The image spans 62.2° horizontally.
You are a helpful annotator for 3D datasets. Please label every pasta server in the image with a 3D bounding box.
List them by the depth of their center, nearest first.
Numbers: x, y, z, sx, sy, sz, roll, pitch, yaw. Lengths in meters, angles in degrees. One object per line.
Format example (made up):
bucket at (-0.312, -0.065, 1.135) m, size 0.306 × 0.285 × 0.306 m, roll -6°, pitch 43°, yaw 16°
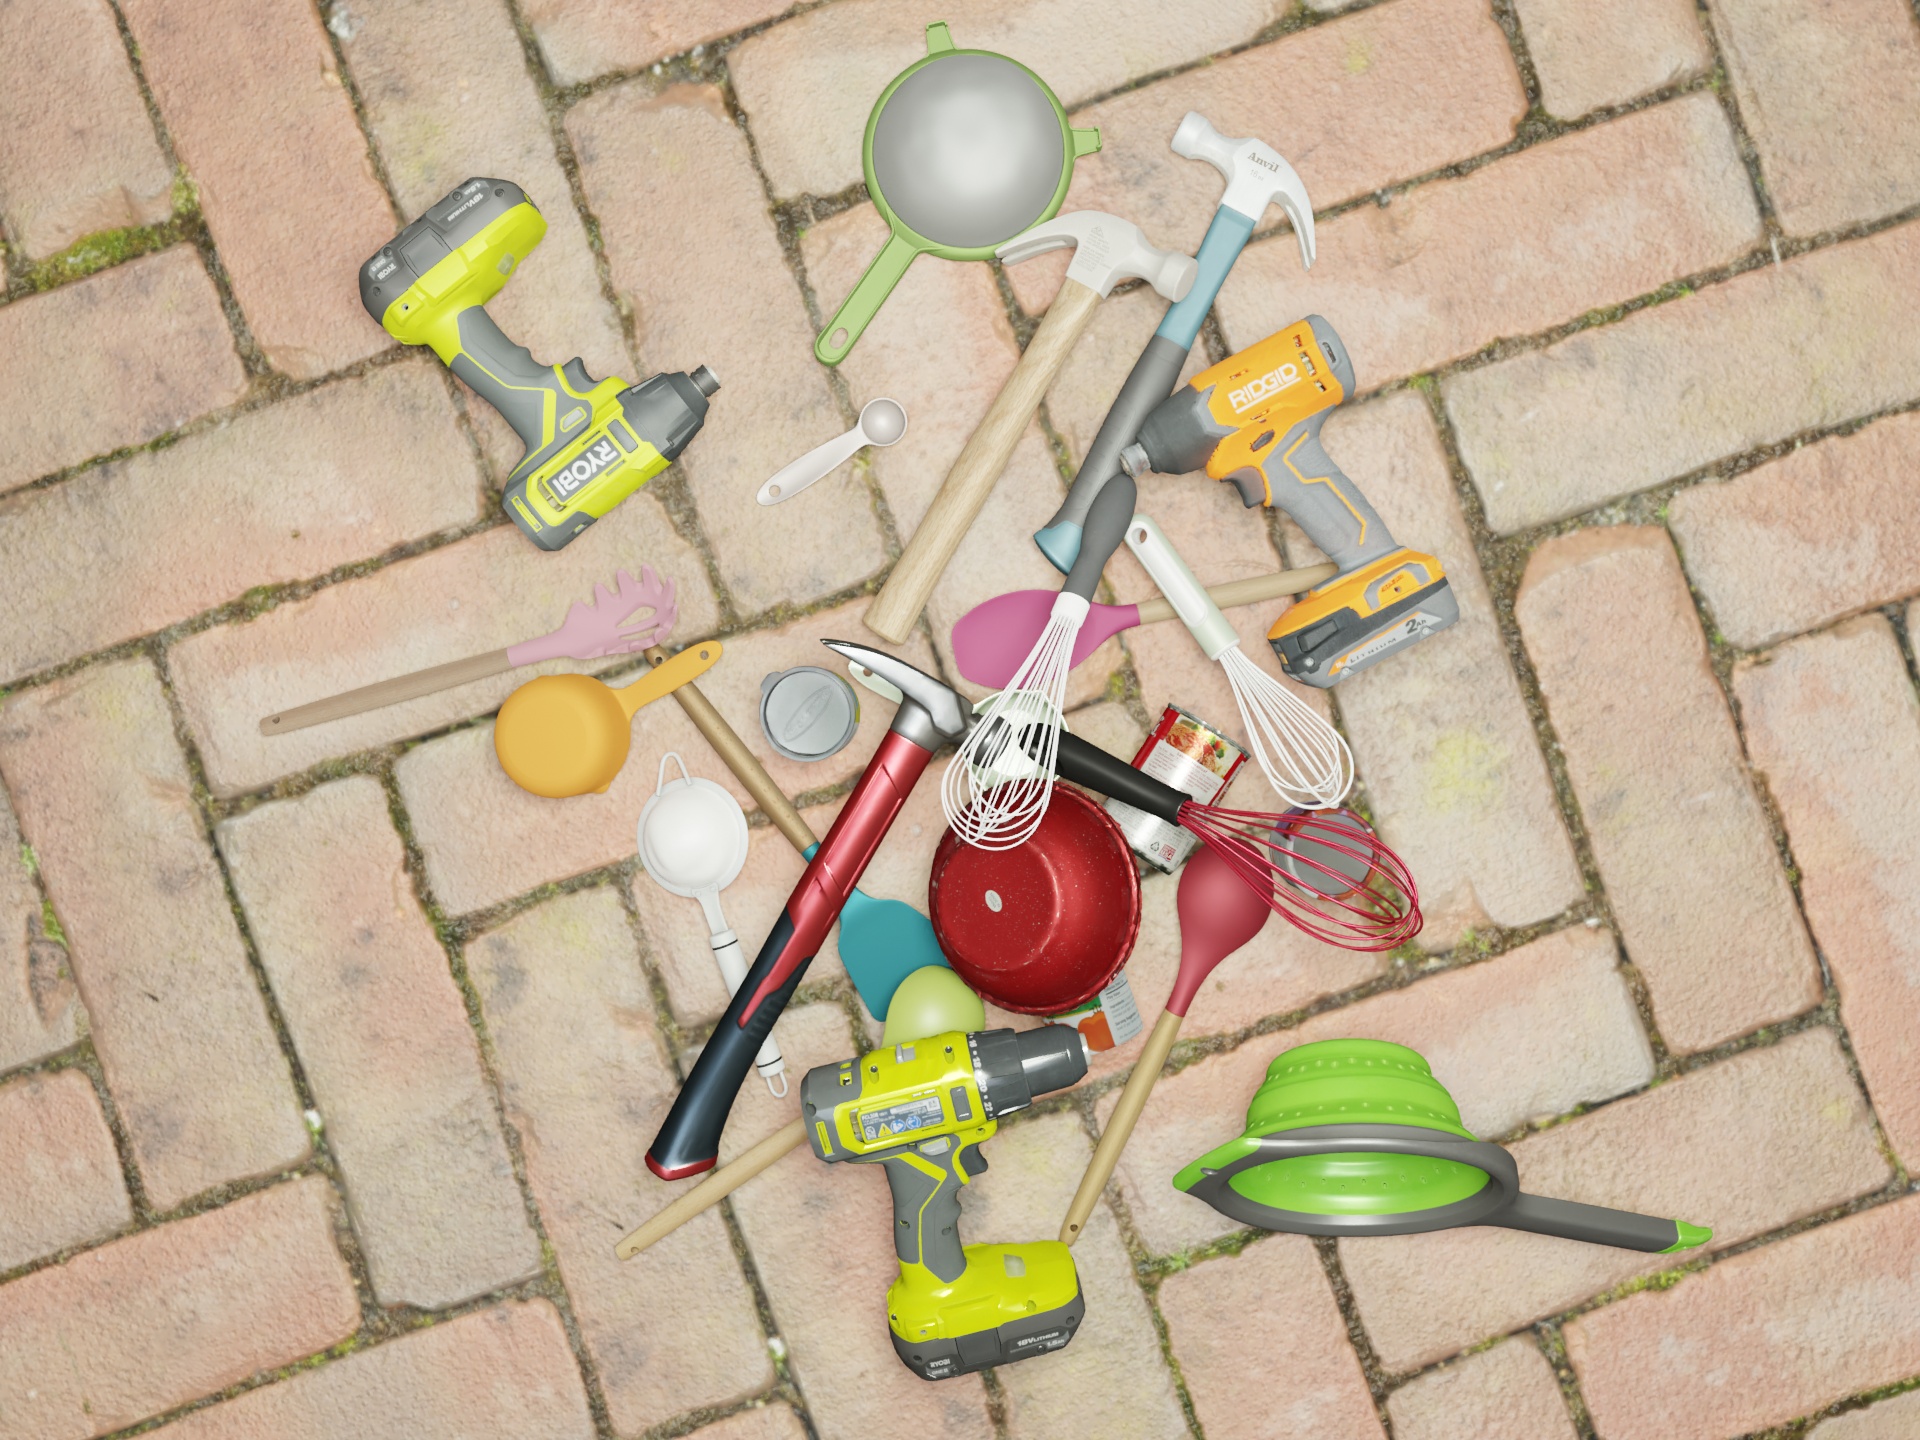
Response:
pasta server at (-0.347, -0.040, 1.124) m, size 0.316 × 0.040 × 0.060 m, roll -16°, pitch 68°, yaw 2°

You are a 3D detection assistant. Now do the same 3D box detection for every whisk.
whisk at (0.162, 0.066, 1.032) m, size 0.296 × 0.073 × 0.073 m, roll 26°, pitch 91°, yaw 25°
whisk at (0.060, -0.046, 1.051) m, size 0.070 × 0.070 × 0.285 m, roll 23°, pitch 71°, yaw 0°
whisk at (0.186, -0.042, 1.092) m, size 0.058 × 0.059 × 0.246 m, roll -39°, pitch 79°, yaw 24°

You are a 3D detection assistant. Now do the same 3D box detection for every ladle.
ladle at (-0.117, 0.284, 1.127) m, size 0.320 × 0.062 × 0.078 m, roll -36°, pitch 117°, yaw 8°
ladle at (0.140, 0.230, 1.130) m, size 0.069 × 0.031 × 0.315 m, roll 25°, pitch 92°, yaw 0°

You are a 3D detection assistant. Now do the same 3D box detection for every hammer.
hammer at (-0.121, 0.134, 1.076) m, size 0.143 × 0.038 × 0.386 m, roll 30°, pitch 94°, yaw -13°
hammer at (0.026, -0.203, 1.111) m, size 0.130 × 0.031 × 0.331 m, roll 33°, pitch 96°, yaw 19°
hammer at (0.141, -0.254, 1.122) m, size 0.128 × 0.033 × 0.331 m, roll 27°, pitch 91°, yaw 1°

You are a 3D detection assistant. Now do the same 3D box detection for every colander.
colander at (0.341, 0.294, 1.094) m, size 0.397 × 0.204 × 0.095 m, roll 14°, pitch 56°, yaw -15°

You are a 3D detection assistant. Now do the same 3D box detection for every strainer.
strainer at (-0.025, -0.359, 1.102) m, size 0.151 × 0.069 × 0.256 m, roll 35°, pitch 89°, yaw 0°
strainer at (-0.170, 0.147, 1.124) m, size 0.087 × 0.050 × 0.258 m, roll -19°, pitch 94°, yaw 16°

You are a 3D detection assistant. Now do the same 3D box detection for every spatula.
spatula at (-0.123, 0.071, 1.132) m, size 0.082 × 0.044 × 0.317 m, roll -39°, pitch 86°, yaw 2°

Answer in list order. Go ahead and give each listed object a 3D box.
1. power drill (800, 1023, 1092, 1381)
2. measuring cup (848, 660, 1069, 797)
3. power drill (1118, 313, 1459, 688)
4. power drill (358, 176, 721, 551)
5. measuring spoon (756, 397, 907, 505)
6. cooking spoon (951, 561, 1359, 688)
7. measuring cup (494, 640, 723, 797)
power drill at (0.010, 0.315, 1.075) m, size 0.190 × 0.080 × 0.228 m, roll -14°, pitch 106°, yaw 0°
measuring cup at (-0.002, -0.004, 1.123) m, size 0.167 × 0.038 × 0.083 m, roll 26°, pitch 91°, yaw 2°
power drill at (0.219, -0.138, 1.076) m, size 0.164 × 0.084 × 0.226 m, roll -27°, pitch 92°, yaw 2°
power drill at (-0.289, -0.254, 1.105) m, size 0.171 × 0.080 × 0.223 m, roll -38°, pitch 94°, yaw 1°
measuring spoon at (-0.092, -0.188, 1.135) m, size 0.124 × 0.018 × 0.034 m, roll -31°, pitch 90°, yaw 7°
cooking spoon at (0.151, -0.080, 1.130) m, size 0.319 × 0.017 × 0.069 m, roll -12°, pitch 95°, yaw 1°
measuring cup at (-0.245, -0.009, 1.104) m, size 0.173 × 0.052 × 0.095 m, roll -29°, pitch 89°, yaw 10°
